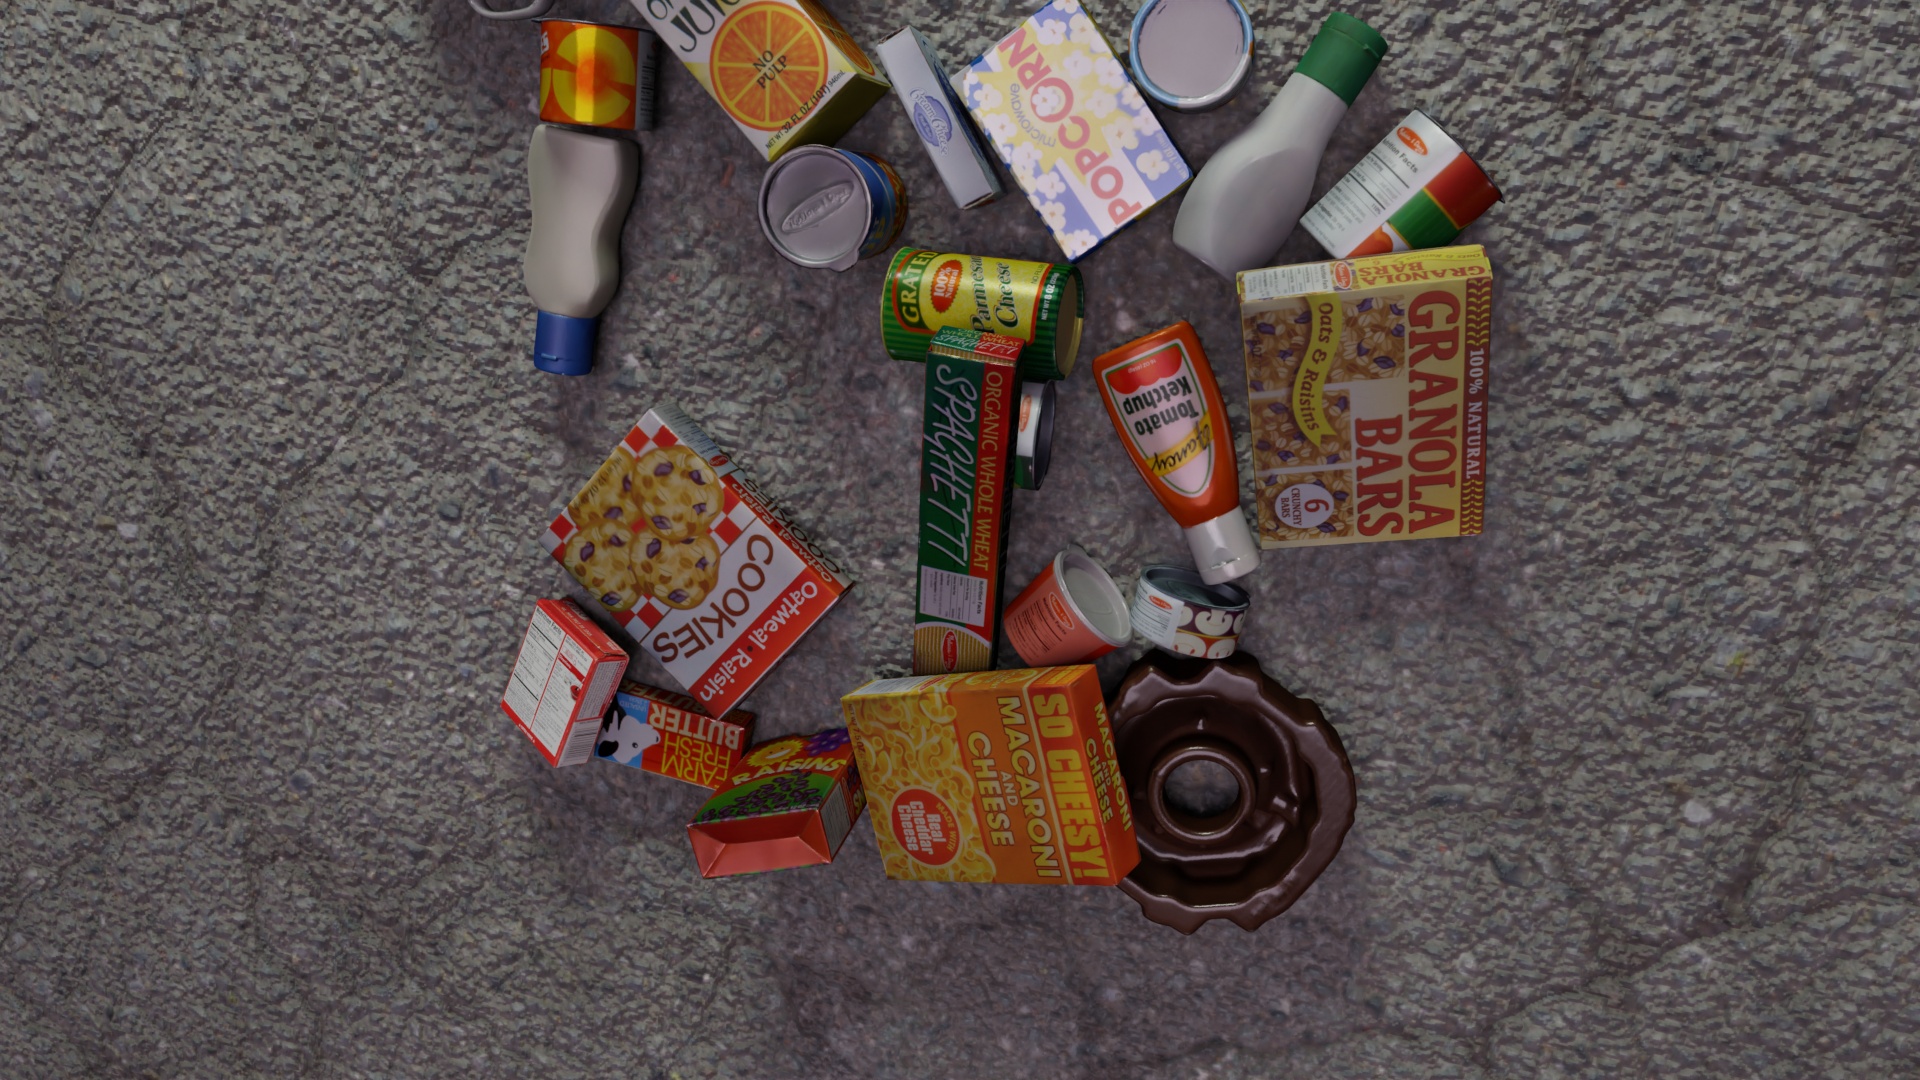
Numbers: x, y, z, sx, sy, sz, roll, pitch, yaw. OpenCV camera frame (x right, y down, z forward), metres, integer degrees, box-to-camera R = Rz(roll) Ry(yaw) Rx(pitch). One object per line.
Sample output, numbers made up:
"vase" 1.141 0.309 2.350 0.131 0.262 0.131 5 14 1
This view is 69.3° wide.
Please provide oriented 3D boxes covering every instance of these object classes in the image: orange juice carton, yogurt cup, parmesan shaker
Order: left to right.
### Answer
"orange juice carton" -0.135 -0.310 0.790 0.071 0.073 0.192 -40 92 18
"parmesan shaker" 0.014 -0.133 0.799 0.103 0.071 0.071 9 105 17
"yogurt cup" 0.063 0.047 0.838 0.053 0.073 0.072 -39 93 26

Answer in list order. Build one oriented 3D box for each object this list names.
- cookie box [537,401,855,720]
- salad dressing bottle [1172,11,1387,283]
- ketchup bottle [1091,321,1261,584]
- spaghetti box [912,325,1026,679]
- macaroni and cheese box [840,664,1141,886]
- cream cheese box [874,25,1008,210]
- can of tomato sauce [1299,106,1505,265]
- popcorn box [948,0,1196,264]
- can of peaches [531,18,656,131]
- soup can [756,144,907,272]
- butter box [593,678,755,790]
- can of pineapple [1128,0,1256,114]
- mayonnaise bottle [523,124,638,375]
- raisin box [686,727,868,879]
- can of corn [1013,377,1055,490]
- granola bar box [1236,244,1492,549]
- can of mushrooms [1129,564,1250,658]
"cookie box" -0.169 0.014 0.892 0.167 0.040 0.122 45 108 0
"salad dressing bottle" 0.175 -0.213 0.758 0.064 0.044 0.147 25 104 -36
"ketchup bottle" 0.131 -0.049 0.807 0.064 0.044 0.148 -21 95 18
"spaghetti box" 0.003 -0.010 0.803 0.050 0.029 0.248 11 130 9
"macaroni and cheese box" 0.017 0.141 0.834 0.166 0.040 0.123 -8 100 35
"cream cheese box" -0.010 -0.238 0.791 0.024 0.053 0.103 -26 96 15
"can of tomato sauce" 0.236 -0.177 0.747 0.071 0.071 0.083 46 109 -1
"popcorn box" 0.064 -0.232 0.784 0.085 0.038 0.126 -33 94 18
"can of peaches" -0.217 -0.274 0.820 0.071 0.071 0.058 8 106 10
"soup can" -0.070 -0.190 0.799 0.071 0.084 0.071 3 104 12
"butter box" -0.192 0.131 0.933 0.103 0.024 0.053 13 106 9
"can of pineapple" 0.125 -0.268 0.752 0.071 0.058 0.070 3 104 12
"mayonnaise bottle" -0.240 -0.178 0.862 0.065 0.041 0.147 14 107 10
"raisin box" -0.106 0.161 0.869 0.086 0.124 0.040 -11 103 15
"can of corn" 0.022 -0.064 0.821 0.058 0.071 0.071 8 105 11
"granola bar box" 0.219 -0.074 0.754 0.124 0.039 0.164 -4 129 13
"can of mushrooms" 0.136 0.042 0.820 0.071 0.071 0.033 16 106 8
